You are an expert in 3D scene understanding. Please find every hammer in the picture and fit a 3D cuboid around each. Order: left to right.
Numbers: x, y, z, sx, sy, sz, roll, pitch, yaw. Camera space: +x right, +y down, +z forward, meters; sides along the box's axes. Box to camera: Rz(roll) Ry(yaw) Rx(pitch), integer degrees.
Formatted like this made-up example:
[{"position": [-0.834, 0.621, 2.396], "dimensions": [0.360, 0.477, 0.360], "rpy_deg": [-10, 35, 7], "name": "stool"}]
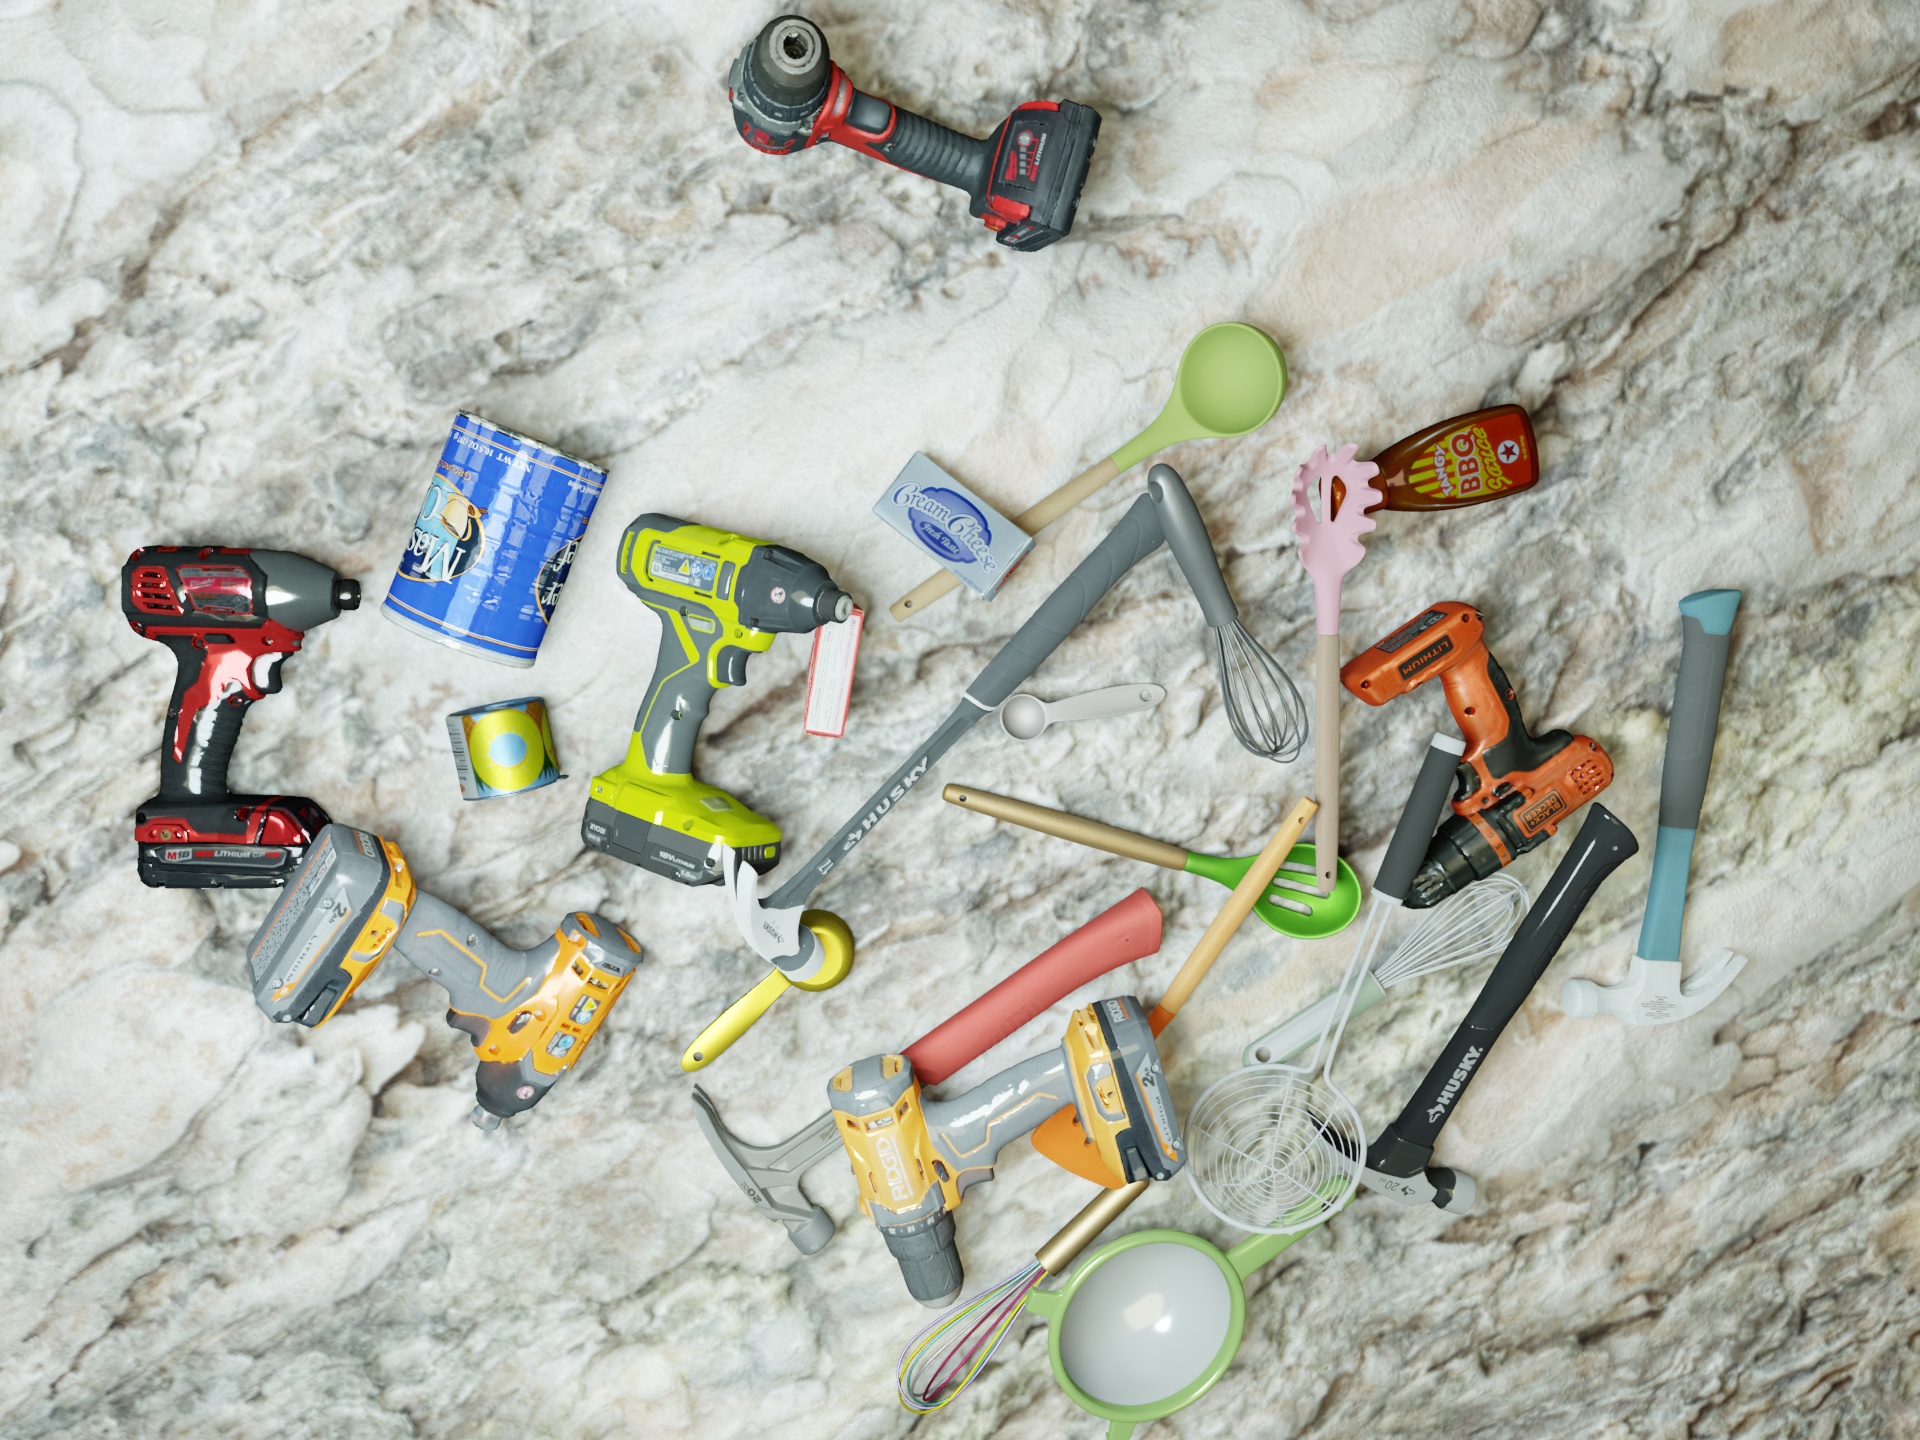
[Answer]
[{"position": [-0.012, 0.227, 1.144], "dimensions": [0.359, 0.037, 0.149], "rpy_deg": [-35, 100, 0], "name": "hammer"}, {"position": [-0.002, -0.003, 1.067], "dimensions": [0.036, 0.149, 0.409], "rpy_deg": [37, 77, 30], "name": "hammer"}, {"position": [0.379, 0.205, 1.144], "dimensions": [0.146, 0.035, 0.334], "rpy_deg": [21, 108, -15], "name": "hammer"}, {"position": [0.535, 0.066, 1.185], "dimensions": [0.128, 0.033, 0.331], "rpy_deg": [5, 97, -6], "name": "hammer"}]

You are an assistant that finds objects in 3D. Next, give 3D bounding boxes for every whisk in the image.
[{"position": [0.049, 0.421, 1.174], "dimensions": [0.245, 0.047, 0.051], "rpy_deg": [-43, 99, -3], "name": "whisk"}, {"position": [0.183, -0.071, 1.104], "dimensions": [0.055, 0.055, 0.238], "rpy_deg": [-28, 110, -2], "name": "whisk"}, {"position": [0.313, 0.189, 1.171], "dimensions": [0.246, 0.059, 0.058], "rpy_deg": [-34, 68, 3], "name": "whisk"}]

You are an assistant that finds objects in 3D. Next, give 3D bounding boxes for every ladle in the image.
[{"position": [0.084, -0.164, 1.094], "dimensions": [0.320, 0.062, 0.078], "rpy_deg": [-34, 82, 2], "name": "ladle"}]

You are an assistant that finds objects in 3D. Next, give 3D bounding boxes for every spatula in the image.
[{"position": [0.164, 0.192, 1.141], "dimensions": [0.081, 0.041, 0.322], "rpy_deg": [30, 104, -8], "name": "spatula"}]

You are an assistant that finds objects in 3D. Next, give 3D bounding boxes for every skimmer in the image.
[{"position": [0.265, 0.179, 1.104], "dimensions": [0.127, 0.090, 0.363], "rpy_deg": [25, 100, 33], "name": "skimmer"}]

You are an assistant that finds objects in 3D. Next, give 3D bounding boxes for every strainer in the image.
[{"position": [0.172, 0.402, 1.173], "dimensions": [0.256, 0.069, 0.151], "rpy_deg": [-31, 107, -8], "name": "strainer"}]

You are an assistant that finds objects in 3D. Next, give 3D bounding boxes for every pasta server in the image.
[{"position": [0.256, -0.032, 1.103], "dimensions": [0.060, 0.040, 0.316], "rpy_deg": [-2, 100, 1], "name": "pasta server"}]

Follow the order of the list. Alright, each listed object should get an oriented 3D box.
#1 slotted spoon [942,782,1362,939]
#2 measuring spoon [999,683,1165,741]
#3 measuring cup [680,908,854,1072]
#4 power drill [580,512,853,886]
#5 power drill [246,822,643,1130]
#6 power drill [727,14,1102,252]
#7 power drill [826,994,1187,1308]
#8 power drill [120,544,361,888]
[{"position": [0.138, 0.092, 1.148], "dimensions": [0.313, 0.031, 0.070], "rpy_deg": [16, 95, -6], "name": "slotted spoon"}, {"position": [0.087, -0.008, 1.137], "dimensions": [0.124, 0.018, 0.034], "rpy_deg": [-10, 82, -12], "name": "measuring spoon"}, {"position": [-0.139, 0.198, 1.128], "dimensions": [0.156, 0.029, 0.062], "rpy_deg": [-43, 100, -1], "name": "measuring cup"}, {"position": [-0.162, -0.012, 1.045], "dimensions": [0.171, 0.080, 0.223], "rpy_deg": [17, 99, 28], "name": "power drill"}, {"position": [-0.343, 0.178, 1.048], "dimensions": [0.226, 0.084, 0.164], "rpy_deg": [31, 93, -35], "name": "power drill"}, {"position": [-0.032, -0.370, 0.989], "dimensions": [0.226, 0.188, 0.080], "rpy_deg": [15, 97, -12], "name": "power drill"}, {"position": [0.038, 0.302, 1.105], "dimensions": [0.226, 0.084, 0.185], "rpy_deg": [-16, 103, -1], "name": "power drill"}, {"position": [-0.468, -0.004, 1.044], "dimensions": [0.143, 0.078, 0.219], "rpy_deg": [0, 95, -7], "name": "power drill"}]
